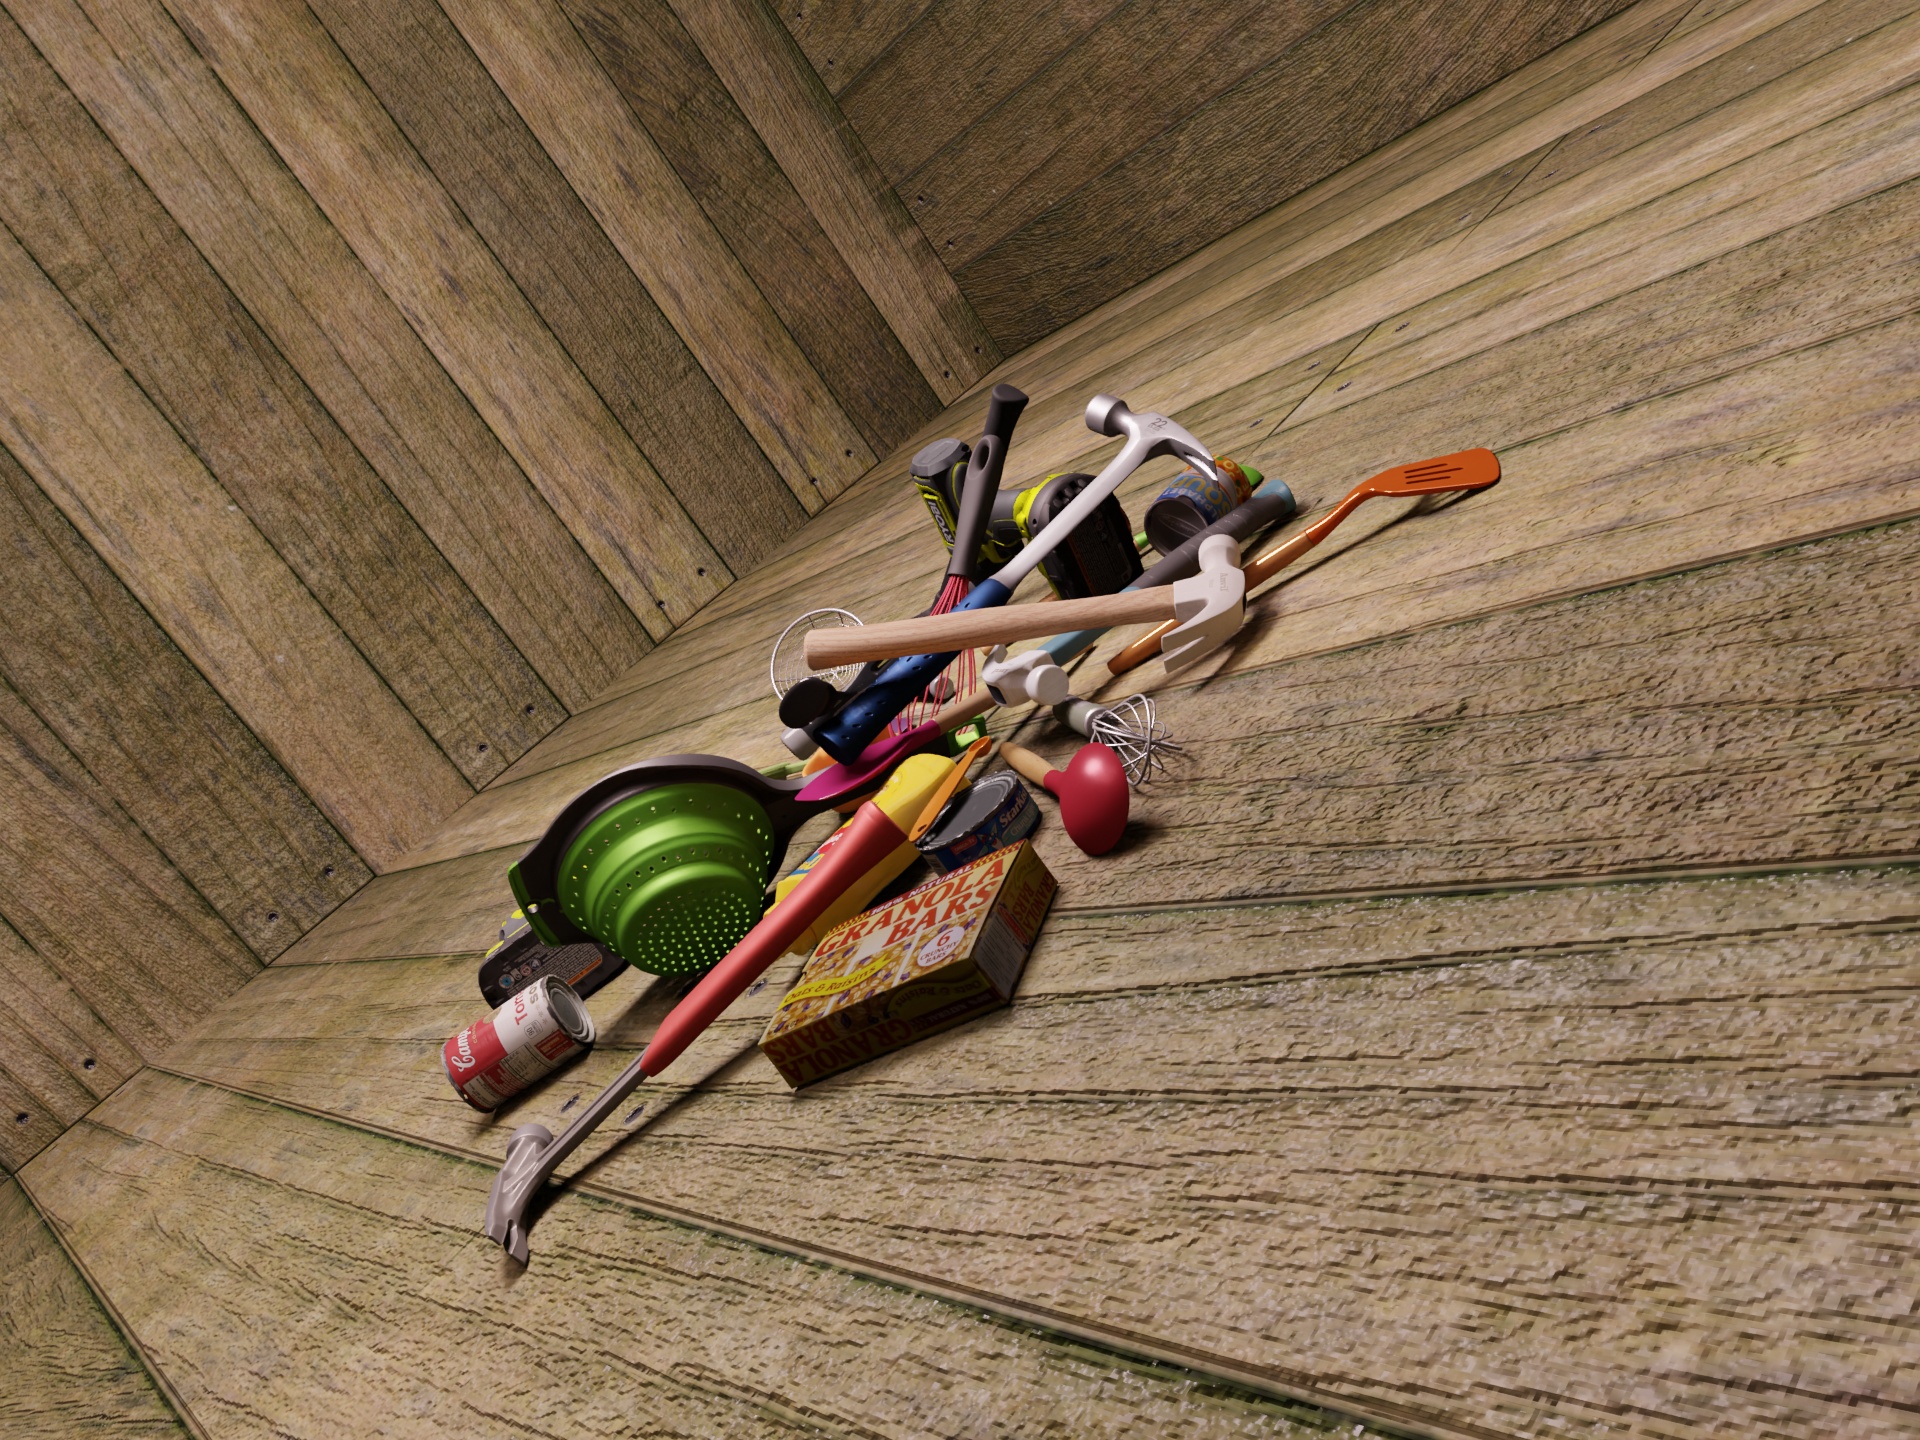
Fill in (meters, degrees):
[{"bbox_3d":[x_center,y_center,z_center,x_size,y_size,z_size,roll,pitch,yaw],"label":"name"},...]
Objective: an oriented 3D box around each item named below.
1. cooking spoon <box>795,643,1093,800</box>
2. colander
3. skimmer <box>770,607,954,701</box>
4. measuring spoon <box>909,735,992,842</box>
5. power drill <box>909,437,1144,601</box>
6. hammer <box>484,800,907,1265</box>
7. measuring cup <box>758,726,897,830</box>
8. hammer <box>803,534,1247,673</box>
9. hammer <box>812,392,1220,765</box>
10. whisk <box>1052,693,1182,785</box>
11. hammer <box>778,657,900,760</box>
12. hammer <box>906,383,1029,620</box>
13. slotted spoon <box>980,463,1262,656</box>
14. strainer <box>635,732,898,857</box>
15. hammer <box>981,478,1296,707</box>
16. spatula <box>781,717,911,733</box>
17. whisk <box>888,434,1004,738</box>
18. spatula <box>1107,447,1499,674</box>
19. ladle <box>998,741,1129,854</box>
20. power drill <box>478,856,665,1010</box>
[{"bbox_3d":[-0.002,-0.004,1.266,0.319,0.017,0.069,-30,16,-35],"label":"cooking spoon"},{"bbox_3d":[-0.146,0.100,1.251,0.397,0.204,0.095,-23,47,-11],"label":"colander"},{"bbox_3d":[-0.106,-0.056,1.660,0.127,0.090,0.363,-62,21,-7],"label":"skimmer"},{"bbox_3d":[-0.006,0.050,1.124,0.021,0.011,0.117,-21,24,43],"label":"measuring spoon"},{"bbox_3d":[0.059,-0.167,1.464,0.080,0.171,0.223,-40,33,-20],"label":"power drill"},{"bbox_3d":[-0.172,0.193,1.044,0.359,0.036,0.149,-45,14,-1],"label":"hammer"},{"bbox_3d":[-0.114,0.067,1.370,0.174,0.052,0.095,-46,18,-29],"label":"measuring cup"},{"bbox_3d":[0.045,-0.071,1.176,0.331,0.031,0.130,-7,36,11],"label":"hammer"},{"bbox_3d":[0.042,-0.111,1.263,0.144,0.035,0.405,31,66,35],"label":"hammer"},{"bbox_3d":[0.099,0.003,1.101,0.057,0.059,0.246,4,6,-9],"label":"whisk"},{"bbox_3d":[-0.113,-0.020,1.385,0.149,0.036,0.409,-43,1,0],"label":"hammer"},{"bbox_3d":[0.011,-0.206,1.615,0.146,0.035,0.334,-38,-21,-34],"label":"hammer"},{"bbox_3d":[0.148,-0.154,1.520,0.314,0.031,0.070,-35,15,10],"label":"slotted spoon"},{"bbox_3d":[-0.169,0.077,1.470,0.256,0.069,0.151,-17,0,5],"label":"strainer"},{"bbox_3d":[0.151,-0.106,1.272,0.331,0.033,0.128,-35,17,-24],"label":"hammer"},{"bbox_3d":[-0.128,0.016,1.628,0.060,0.018,0.316,-42,17,-19],"label":"spatula"},{"bbox_3d":[-0.004,-0.105,1.369,0.073,0.073,0.296,-1,74,66],"label":"whisk"},{"bbox_3d":[0.246,-0.116,1.187,0.322,0.041,0.081,-34,15,24],"label":"spatula"},{"bbox_3d":[0.060,0.037,1.092,0.031,0.069,0.315,6,4,-10],"label":"ladle"},{"bbox_3d":[-0.358,0.187,1.503,0.190,0.080,0.228,-36,12,1],"label":"power drill"}]
